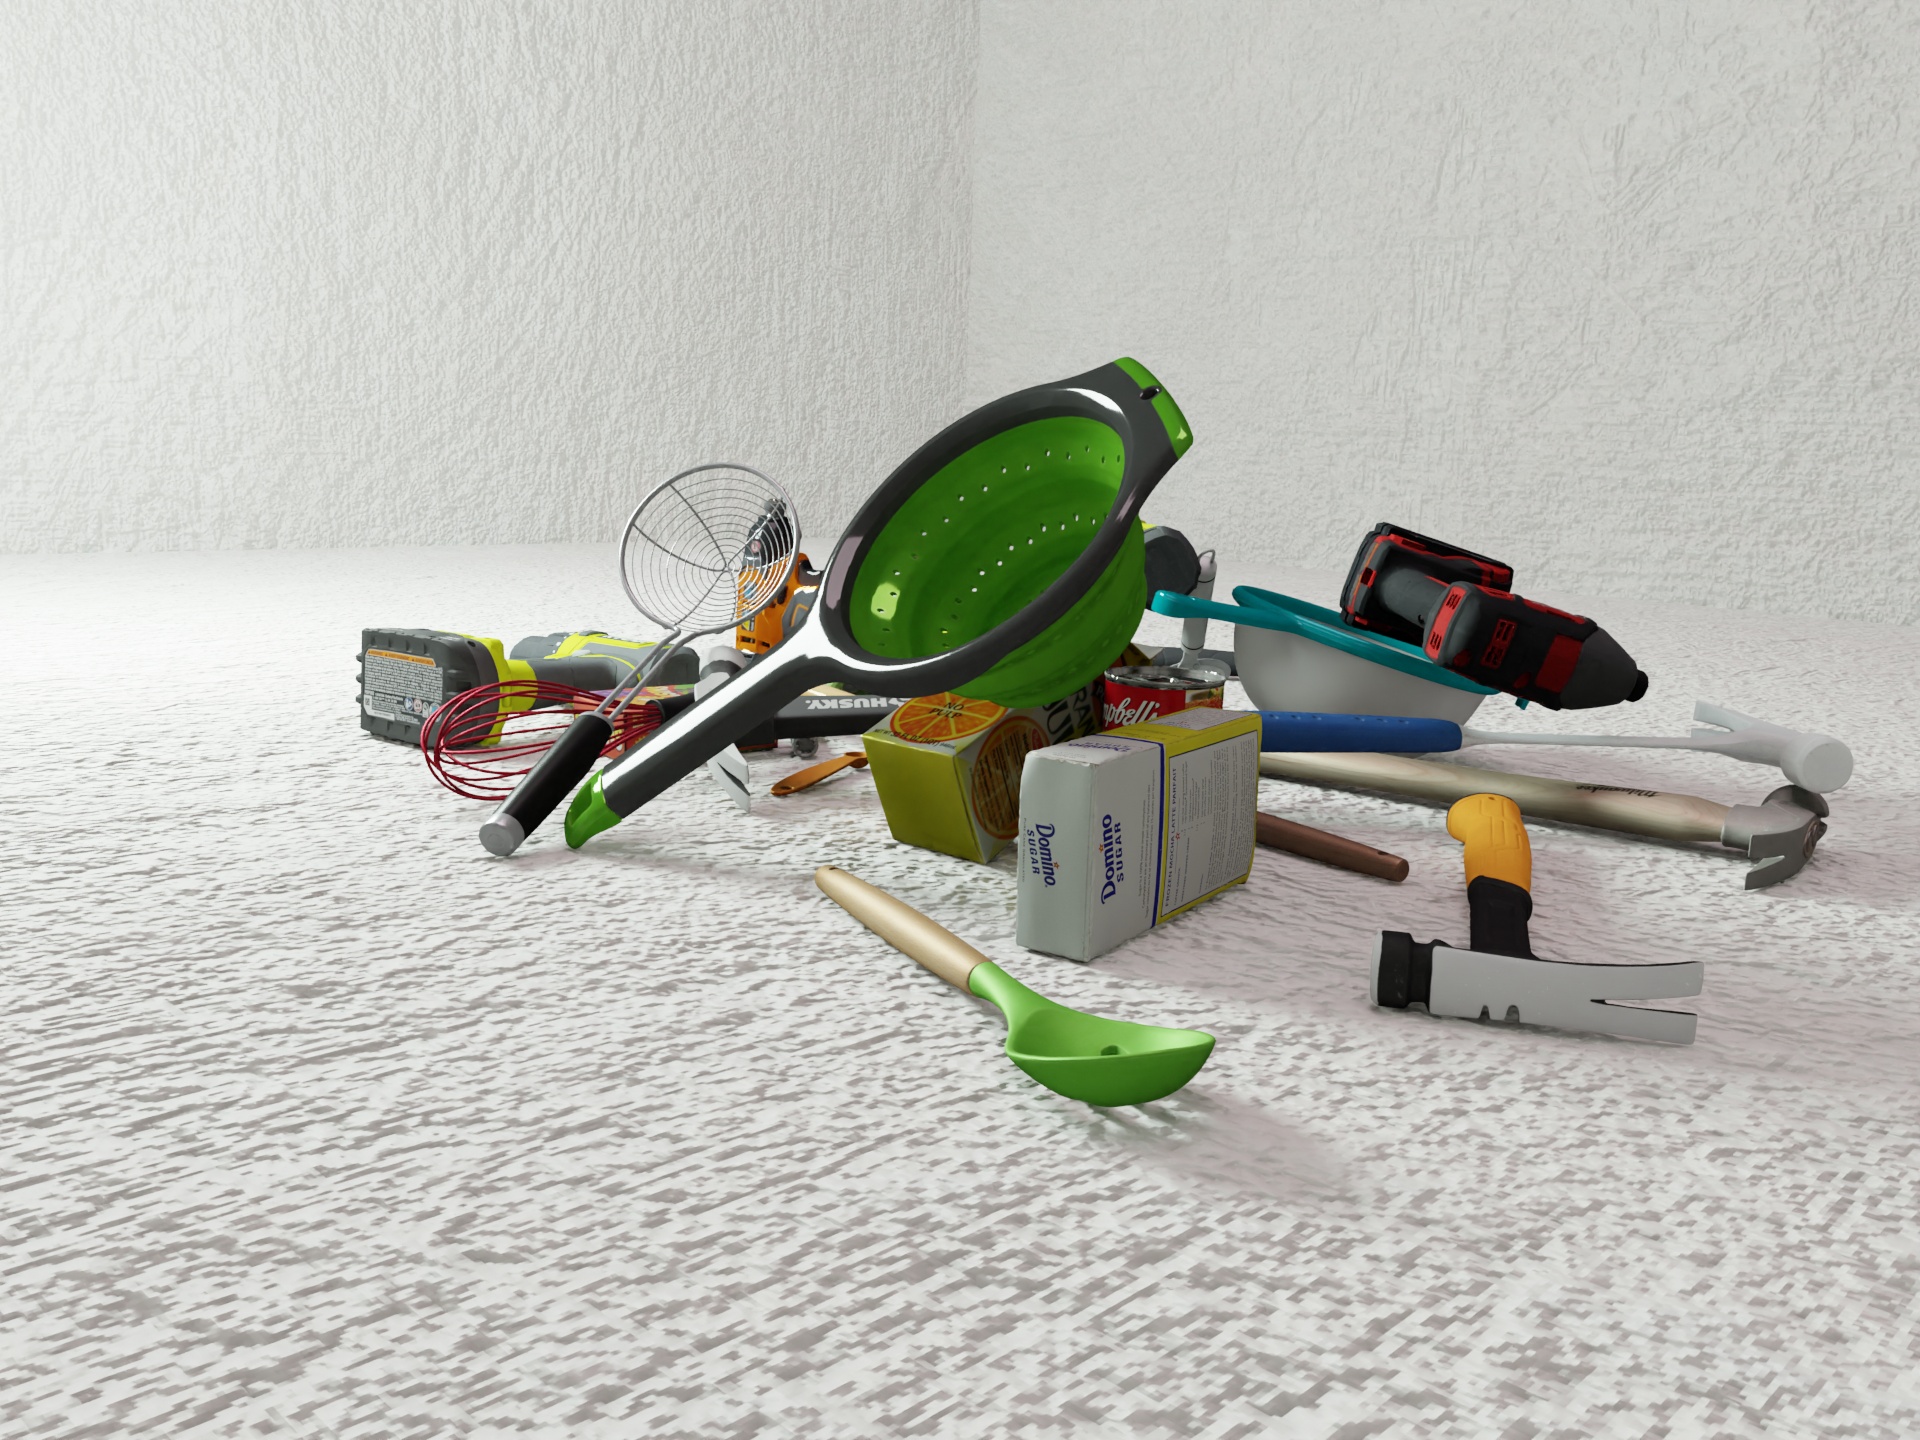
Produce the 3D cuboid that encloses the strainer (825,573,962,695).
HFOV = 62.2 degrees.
[{"bbox_3d":[-0.039,-0.109,1.258,0.069,0.256,0.151,49,35,10],"label":"strainer"}]

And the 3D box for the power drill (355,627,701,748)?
[{"bbox_3d":[-0.337,-0.033,1.210,0.191,0.080,0.228,9,9,34],"label":"power drill"}]

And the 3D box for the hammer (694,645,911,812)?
[{"bbox_3d":[-0.002,-0.003,1.021,0.334,0.035,0.146,-2,34,-7],"label":"hammer"}]

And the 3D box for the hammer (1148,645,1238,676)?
[{"bbox_3d":[0.130,-0.066,1.616,0.409,0.036,0.149,4,9,5],"label":"hammer"}]

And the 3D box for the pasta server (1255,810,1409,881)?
[{"bbox_3d":[0.140,0.046,0.972,0.060,0.040,0.316,-18,21,-34],"label":"pasta server"}]

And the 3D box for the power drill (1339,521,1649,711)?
[{"bbox_3d":[0.351,-0.064,1.061,0.143,0.078,0.220,16,14,-11],"label":"power drill"}]

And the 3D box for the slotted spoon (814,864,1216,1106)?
[{"bbox_3d":[0.001,0.101,0.660,0.070,0.031,0.314,-2,9,-26],"label":"slotted spoon"}]

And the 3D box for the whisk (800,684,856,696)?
[{"bbox_3d":[-0.056,-0.004,1.146,0.051,0.047,0.245,3,10,-40],"label":"whisk"}]

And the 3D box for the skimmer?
[{"bbox_3d":[-0.201,-0.052,0.970,0.127,0.090,0.363,7,31,12],"label":"skimmer"}]

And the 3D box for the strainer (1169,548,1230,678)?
[{"bbox_3d":[0.183,-0.056,1.260,0.087,0.050,0.258,-13,-31,-5],"label":"strainer"}]

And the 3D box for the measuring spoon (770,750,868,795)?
[{"bbox_3d":[-0.092,0.037,1.054,0.021,0.011,0.117,8,15,24],"label":"measuring spoon"}]

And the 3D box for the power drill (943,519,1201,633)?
[{"bbox_3d":[0.061,-0.074,1.202,0.223,0.080,0.171,-32,12,-3],"label":"power drill"}]

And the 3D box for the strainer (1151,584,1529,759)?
[{"bbox_3d":[0.245,-0.030,1.158,0.340,0.095,0.211,6,17,-42],"label":"strainer"}]

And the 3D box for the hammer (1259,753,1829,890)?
[{"bbox_3d":[0.323,0.043,1.032,0.411,0.038,0.146,9,13,36],"label":"hammer"}]

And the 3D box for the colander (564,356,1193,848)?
[{"bbox_3d":[-0.036,-0.029,0.850,0.397,0.094,0.205,-34,36,11],"label":"colander"}]

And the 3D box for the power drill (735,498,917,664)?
[{"bbox_3d":[-0.114,-0.119,1.497,0.226,0.164,0.084,10,12,29],"label":"power drill"}]

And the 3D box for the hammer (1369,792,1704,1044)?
[{"bbox_3d":[0.277,0.084,0.792,0.127,0.034,0.337,4,10,16],"label":"hammer"}]

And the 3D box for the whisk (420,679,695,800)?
[{"bbox_3d":[-0.215,-0.001,1.033,0.073,0.073,0.295,10,14,39],"label":"whisk"}]

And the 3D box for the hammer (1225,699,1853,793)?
[{"bbox_3d":[0.320,0.011,0.998,0.405,0.035,0.144,2,9,0],"label":"hammer"}]
